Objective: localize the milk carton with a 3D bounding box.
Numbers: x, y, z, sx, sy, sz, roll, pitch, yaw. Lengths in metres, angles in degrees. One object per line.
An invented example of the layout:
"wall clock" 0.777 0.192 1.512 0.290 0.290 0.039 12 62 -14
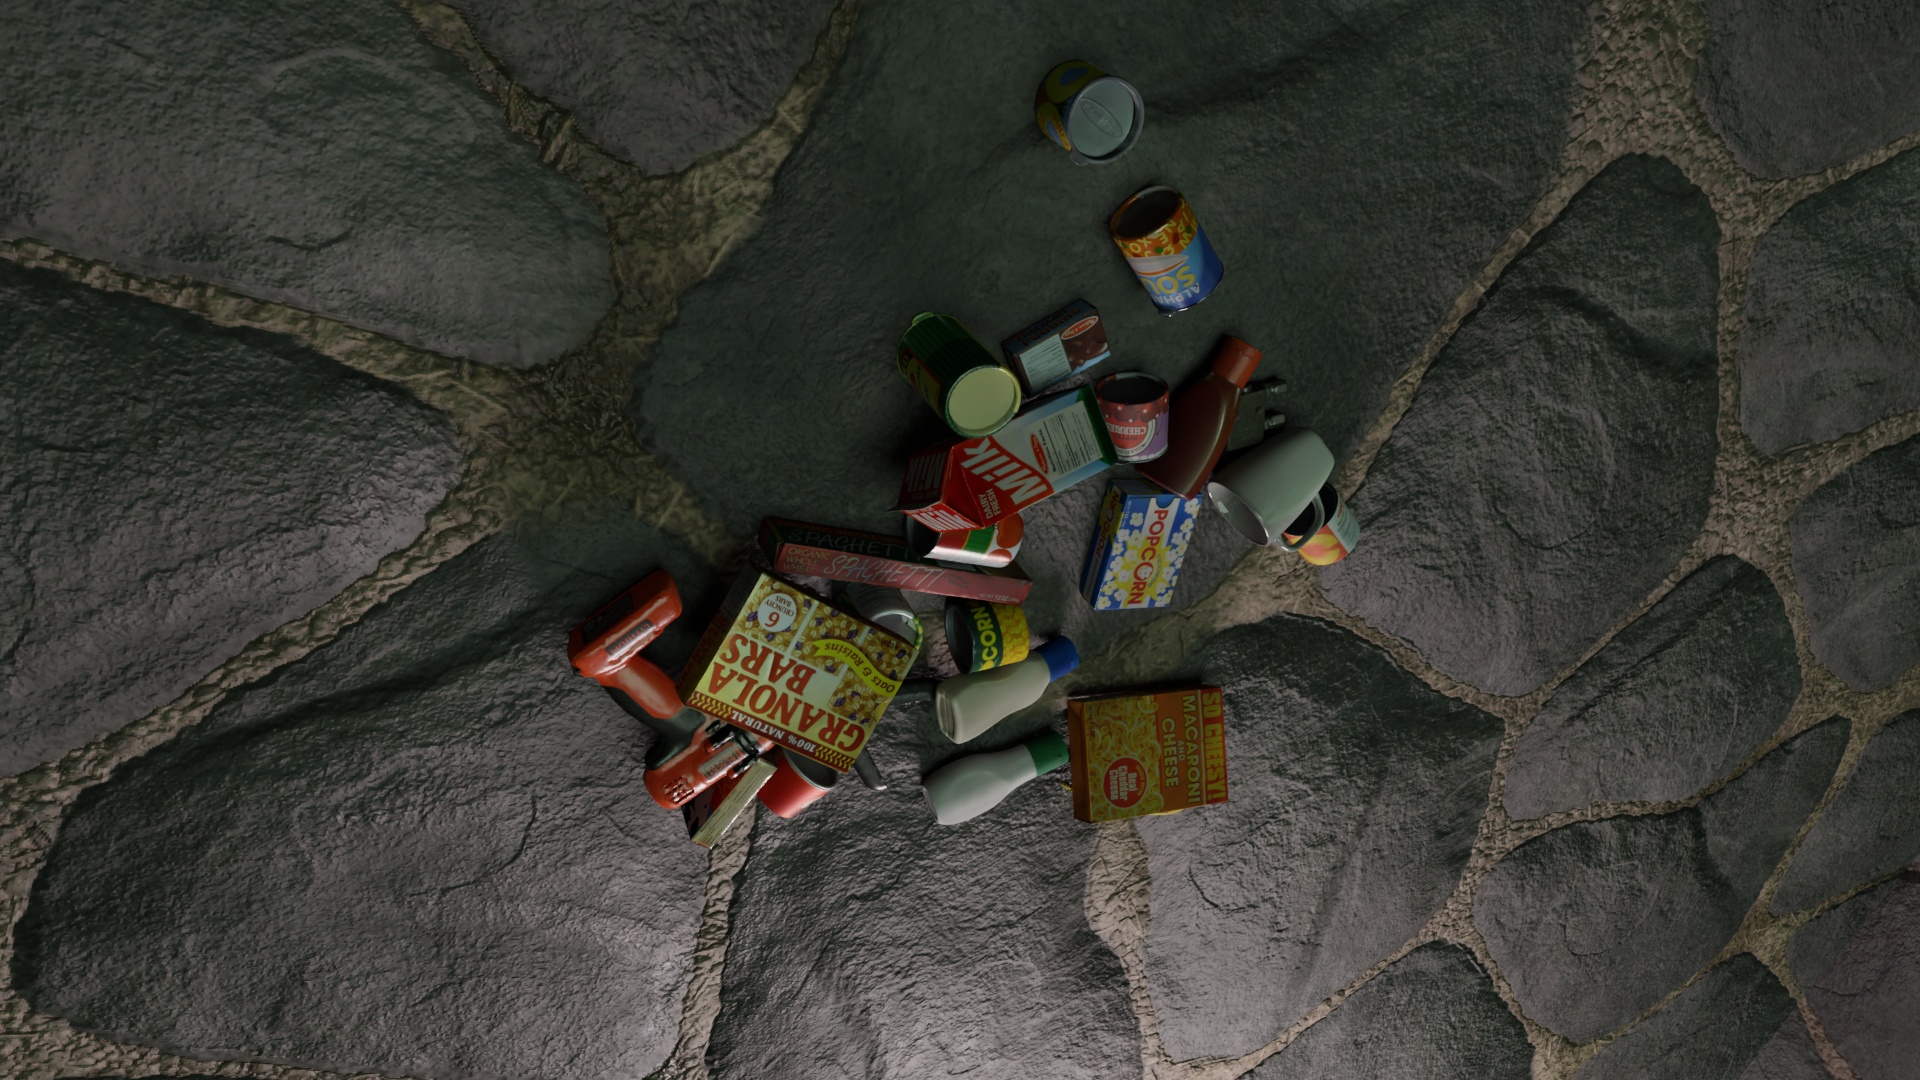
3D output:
"milk carton" 0.030 -0.060 1.144 0.191 0.072 0.073 -27 101 -30

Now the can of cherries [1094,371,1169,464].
"can of cherries" 0.150 -0.108 1.220 0.072 0.072 0.058 -15 125 -18

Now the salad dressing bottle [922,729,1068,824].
"salad dressing bottle" 0.036 0.235 1.394 0.148 0.044 0.064 -21 125 -15

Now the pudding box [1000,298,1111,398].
"pudding box" 0.082 -0.162 1.178 0.084 0.030 0.049 -30 127 -7

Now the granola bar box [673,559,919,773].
"granola bar box" -0.133 0.107 1.148 0.165 0.039 0.124 29 92 -30

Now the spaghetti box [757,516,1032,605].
"spaghetti box" -0.054 0.019 1.210 0.250 0.050 0.028 9 114 -30

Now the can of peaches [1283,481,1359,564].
"can of peaches" 0.354 -0.017 1.382 0.071 0.071 0.058 -44 129 4

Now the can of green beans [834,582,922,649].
"can of green beans" -0.073 0.074 1.230 0.071 0.058 0.071 -13 124 -19

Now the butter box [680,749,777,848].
"butter box" -0.210 0.223 1.258 0.024 0.053 0.103 34 100 -34

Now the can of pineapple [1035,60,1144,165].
"can of pineapple" 0.097 -0.328 1.065 0.071 0.058 0.070 -12 124 -19

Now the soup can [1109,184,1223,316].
"soup can" 0.169 -0.239 1.149 0.071 0.071 0.083 -40 128 1

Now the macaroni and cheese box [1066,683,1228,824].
"macaroni and cheese box" 0.193 0.217 1.430 0.167 0.040 0.123 -3 90 -25

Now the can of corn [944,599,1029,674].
"can of corn" 0.025 0.085 1.277 0.058 0.071 0.070 -12 124 -21

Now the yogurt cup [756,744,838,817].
"yogurt cup" -0.154 0.217 1.276 0.054 0.073 0.072 -44 129 15

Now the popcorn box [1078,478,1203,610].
"popcorn box" 0.170 0.004 1.320 0.085 0.038 0.126 0 120 -25

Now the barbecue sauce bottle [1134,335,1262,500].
"barbecue sauce bottle" 0.220 -0.113 1.260 0.148 0.065 0.043 -60 155 6

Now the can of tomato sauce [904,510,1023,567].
"can of tomato sauce" 0.004 -0.015 1.208 0.083 0.071 0.071 9 115 -31

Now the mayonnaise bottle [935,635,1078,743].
"mayonnaise bottle" 0.046 0.135 1.319 0.149 0.041 0.064 -25 128 -29

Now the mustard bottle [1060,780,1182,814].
"mustard bottle" 0.176 0.260 1.474 0.160 0.049 0.065 2 115 -27

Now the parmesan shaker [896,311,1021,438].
"parmesan shaker" -0.003 -0.133 1.107 0.071 0.103 0.071 -12 123 -19
